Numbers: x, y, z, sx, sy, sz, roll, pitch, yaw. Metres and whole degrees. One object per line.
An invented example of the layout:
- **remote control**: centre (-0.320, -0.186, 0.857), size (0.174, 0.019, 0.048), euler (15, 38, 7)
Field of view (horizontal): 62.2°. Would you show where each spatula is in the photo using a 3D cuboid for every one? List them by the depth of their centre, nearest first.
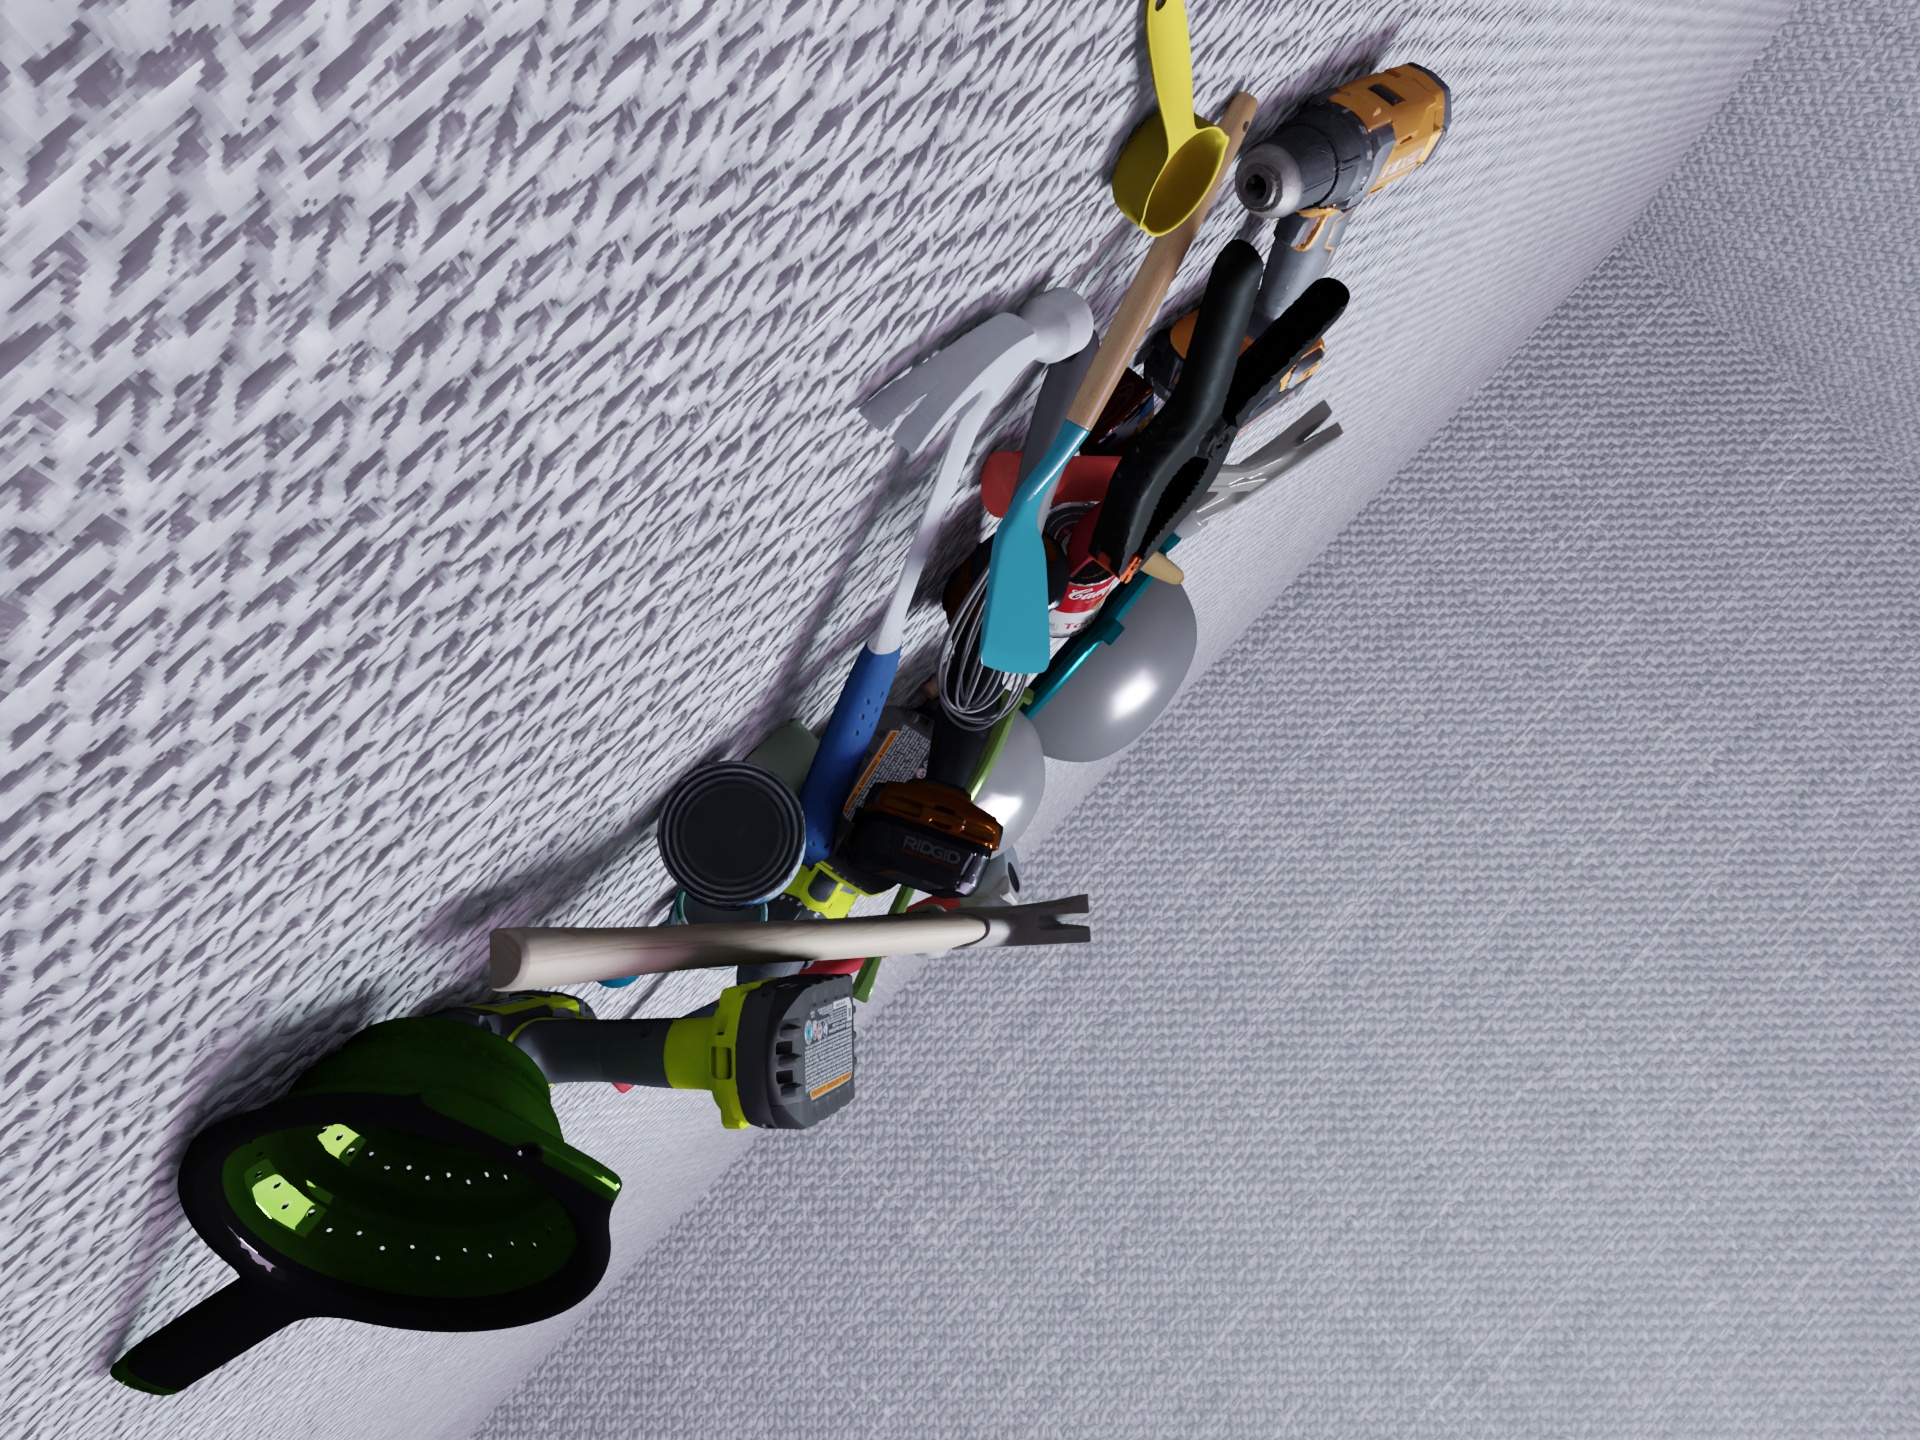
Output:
- **spatula**: centre (0.083, -0.174, 0.835), size (0.082, 0.044, 0.317), euler (4, 116, -61)

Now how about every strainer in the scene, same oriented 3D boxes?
- **strainer**: centre (0.001, 0.101, 1.183), size (0.256, 0.069, 0.151), euler (-64, -171, -15)
- **strainer**: centre (0.154, -0.067, 1.362), size (0.211, 0.095, 0.340), euler (-48, 180, 39)

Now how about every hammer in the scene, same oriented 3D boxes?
- **hammer**: centre (-0.043, -0.050, 0.882), size (0.144, 0.035, 0.405), euler (-37, 160, -42)
- **hammer**: centre (-0.090, 0.129, 0.938), size (0.146, 0.038, 0.410), euler (-11, 170, 38)
- **hammer**: centre (0.131, -0.167, 1.066), size (0.149, 0.037, 0.359), euler (-34, 169, 32)
- **hammer**: centre (-0.127, 0.196, 1.274), size (0.386, 0.038, 0.143), euler (-27, -151, 14)

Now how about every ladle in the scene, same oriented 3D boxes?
- **ladle**: centre (0.125, -0.116, 1.105), size (0.069, 0.031, 0.315), euler (-44, 167, 12)

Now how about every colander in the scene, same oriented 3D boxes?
- **colander**: centre (-0.328, 0.256, 0.835), size (0.397, 0.204, 0.095), euler (-34, -148, 29)

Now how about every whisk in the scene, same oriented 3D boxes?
- **whisk**: centre (0.036, -0.106, 0.902), size (0.055, 0.055, 0.239), euler (-23, 133, -67)

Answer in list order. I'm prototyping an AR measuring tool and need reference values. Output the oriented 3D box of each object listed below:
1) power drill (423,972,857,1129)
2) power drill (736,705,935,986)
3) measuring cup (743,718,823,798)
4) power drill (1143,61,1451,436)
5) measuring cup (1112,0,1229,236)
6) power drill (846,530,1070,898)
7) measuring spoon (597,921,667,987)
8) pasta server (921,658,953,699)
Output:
- **power drill**: centre (-0.180, 0.188, 0.926), size (0.171, 0.223, 0.080), euler (16, 72, -77)
- **power drill**: centre (-0.088, 0.103, 1.168), size (0.191, 0.080, 0.228), euler (-59, -176, -33)
- **measuring cup**: centre (-0.100, 0.035, 1.077), size (0.083, 0.038, 0.167), euler (-51, 167, 21)
- **power drill**: centre (0.193, -0.279, 0.969), size (0.185, 0.084, 0.226), euler (-36, 162, -40)
- **measuring cup**: centre (0.086, -0.276, 0.704), size (0.062, 0.029, 0.156), euler (-46, 158, -6)
- **power drill**: centre (-0.002, -0.003, 1.028), size (0.164, 0.084, 0.226), euler (147, -38, -77)
- **measuring spoon**: centre (-0.213, 0.161, 1.153), size (0.128, 0.021, 0.042), euler (-31, 162, -54)
- **pasta server**: centre (0.086, -0.107, 1.312), size (0.316, 0.040, 0.060), euler (-40, -175, -27)
